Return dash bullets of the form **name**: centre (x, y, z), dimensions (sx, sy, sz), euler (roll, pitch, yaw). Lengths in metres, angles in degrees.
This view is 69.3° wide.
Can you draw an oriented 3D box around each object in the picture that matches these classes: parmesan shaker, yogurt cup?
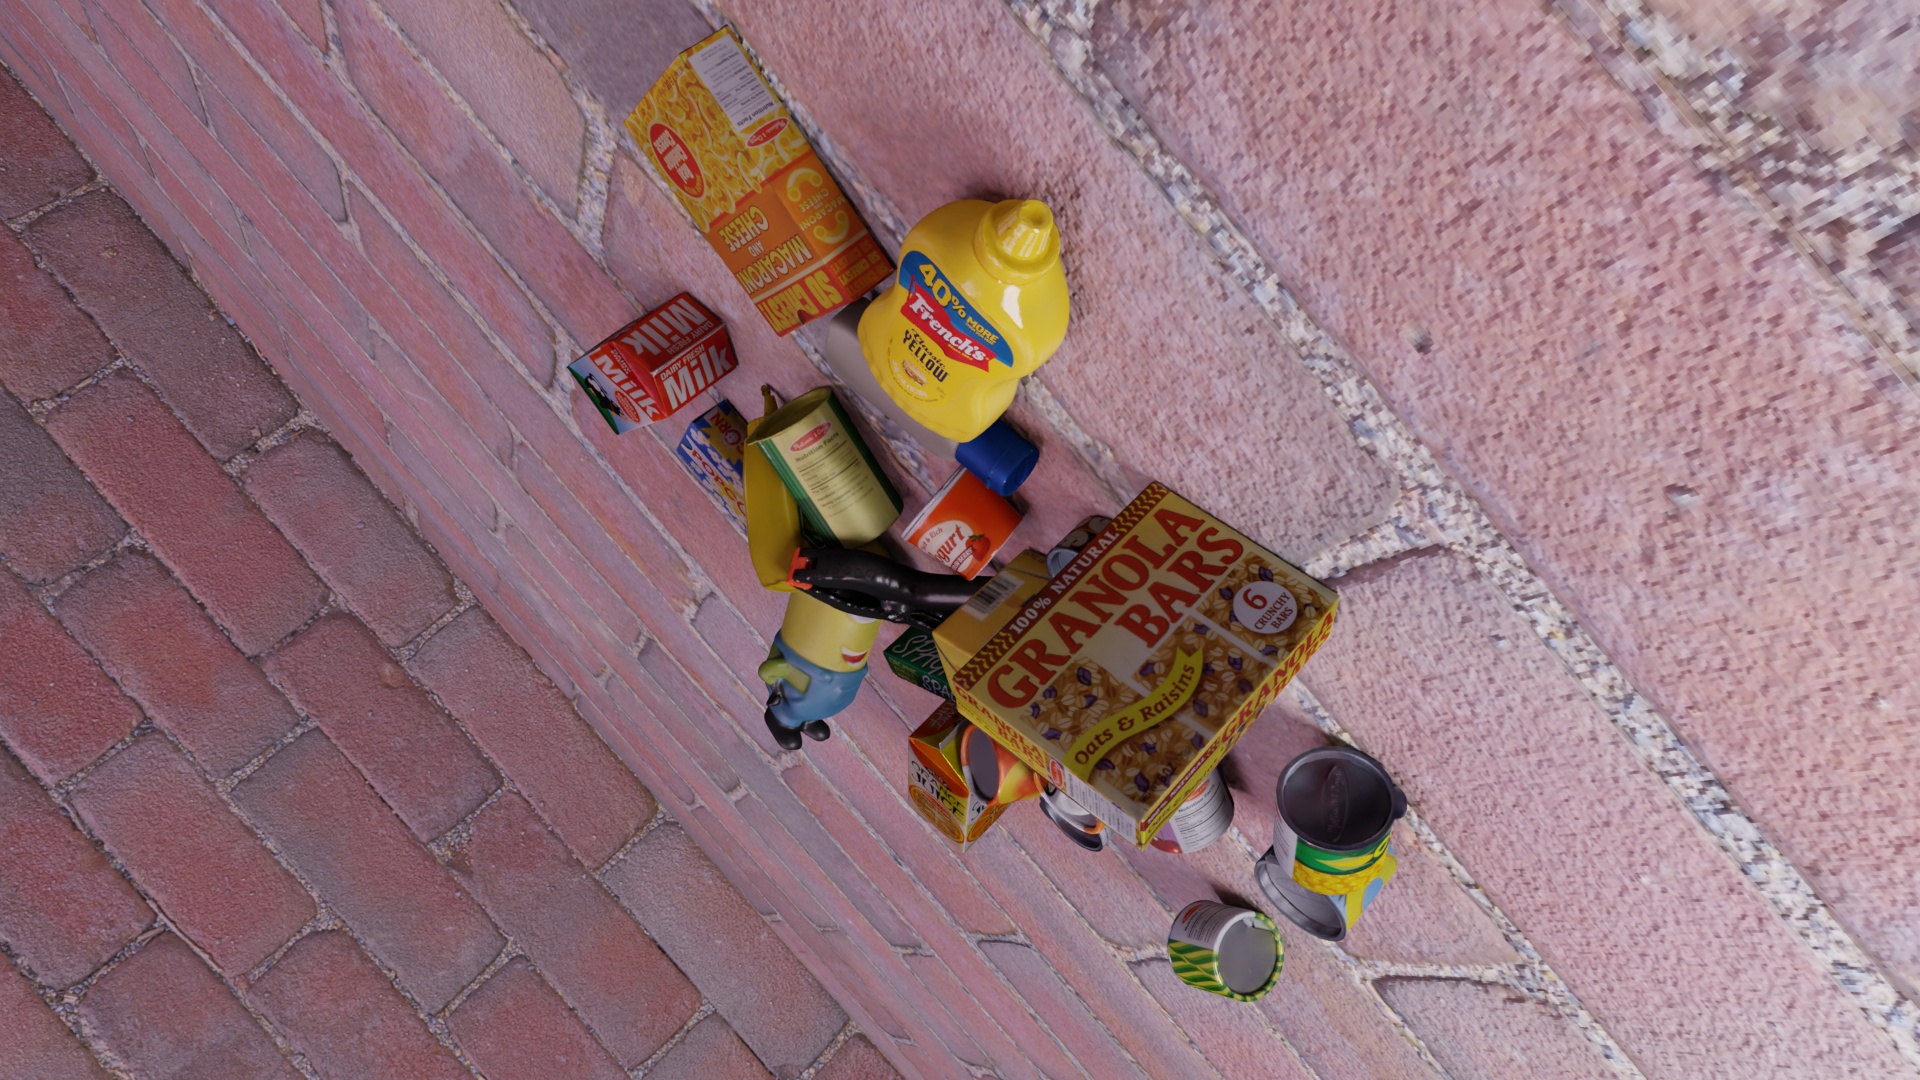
- **parmesan shaker**: centre (-0.096, -0.048, 0.997), dimensions (0.071, 0.071, 0.103), euler (5, 132, 57)
- **yogurt cup**: centre (0.003, -0.011, 0.897), dimensions (0.054, 0.073, 0.072), euler (40, 156, -1)

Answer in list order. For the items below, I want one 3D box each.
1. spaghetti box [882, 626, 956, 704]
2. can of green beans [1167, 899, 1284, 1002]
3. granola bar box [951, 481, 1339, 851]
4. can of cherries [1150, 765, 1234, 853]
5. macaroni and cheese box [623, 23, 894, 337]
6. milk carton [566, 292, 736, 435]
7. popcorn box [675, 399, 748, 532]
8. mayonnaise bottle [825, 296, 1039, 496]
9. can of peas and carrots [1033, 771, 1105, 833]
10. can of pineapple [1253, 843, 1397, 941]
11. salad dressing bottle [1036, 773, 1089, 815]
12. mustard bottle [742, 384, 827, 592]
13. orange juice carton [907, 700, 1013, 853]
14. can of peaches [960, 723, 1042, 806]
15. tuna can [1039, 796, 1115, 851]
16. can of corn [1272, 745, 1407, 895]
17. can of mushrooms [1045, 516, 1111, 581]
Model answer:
- **spaghetti box**: centre (0.035, 0.113, 1.044), dimensions (0.250, 0.050, 0.028), euler (20, 144, 47)
- **can of green beans**: centre (0.199, 0.307, 1.039), dimensions (0.071, 0.071, 0.057), euler (54, 155, -12)
- **granola bar box**: centre (0.096, 0.060, 0.719), dimensions (0.124, 0.166, 0.038), euler (35, 153, 27)
- **can of cherries**: centre (0.141, 0.163, 0.923), dimensions (0.071, 0.072, 0.058), euler (17, 142, 49)
- **macaroni and cheese box**: centre (-0.125, -0.209, 0.842), dimensions (0.166, 0.040, 0.123), euler (55, 156, -14)
- **milk carton**: centre (-0.242, -0.140, 1.103), dimensions (0.073, 0.072, 0.190), euler (56, 155, -16)
- **popcorn box**: centre (-0.180, -0.050, 1.177), dimensions (0.126, 0.038, 0.085), euler (49, 157, -3)
- **mayonnaise bottle**: centre (-0.018, -0.085, 0.850), dimensions (0.148, 0.041, 0.064), euler (40, 157, 16)
- **can of peas and carrots**: centre (0.096, 0.170, 1.017), dimensions (0.071, 0.059, 0.070), euler (37, 154, 22)
- **can of pineapple**: centre (0.223, 0.199, 0.847), dimensions (0.071, 0.058, 0.070), euler (37, 153, 23)
- **salad dressing bottle**: centre (0.063, 0.118, 0.944), dimensions (0.148, 0.044, 0.064), euler (-116, 37, -50)
- **mustard bottle**: centre (-0.135, -0.043, 1.046), dimensions (0.065, 0.049, 0.160), euler (23, -123, -71)
- **orange juice carton**: centre (0.004, 0.187, 1.181), dimensions (0.073, 0.072, 0.191), euler (39, 154, 20)
- **can of peaches**: centre (0.040, 0.167, 1.078), dimensions (0.071, 0.058, 0.071), euler (20, 113, 61)
- **tuna can**: centre (0.097, 0.213, 1.111), dimensions (0.071, 0.033, 0.070), euler (38, 154, 23)
- **can of corn**: centre (0.216, 0.161, 0.796), dimensions (0.071, 0.071, 0.058), euler (33, 152, 30)
- **can of mushrooms**: centre (0.085, 0.020, 0.841), dimensions (0.071, 0.033, 0.070), euler (37, 154, 22)
